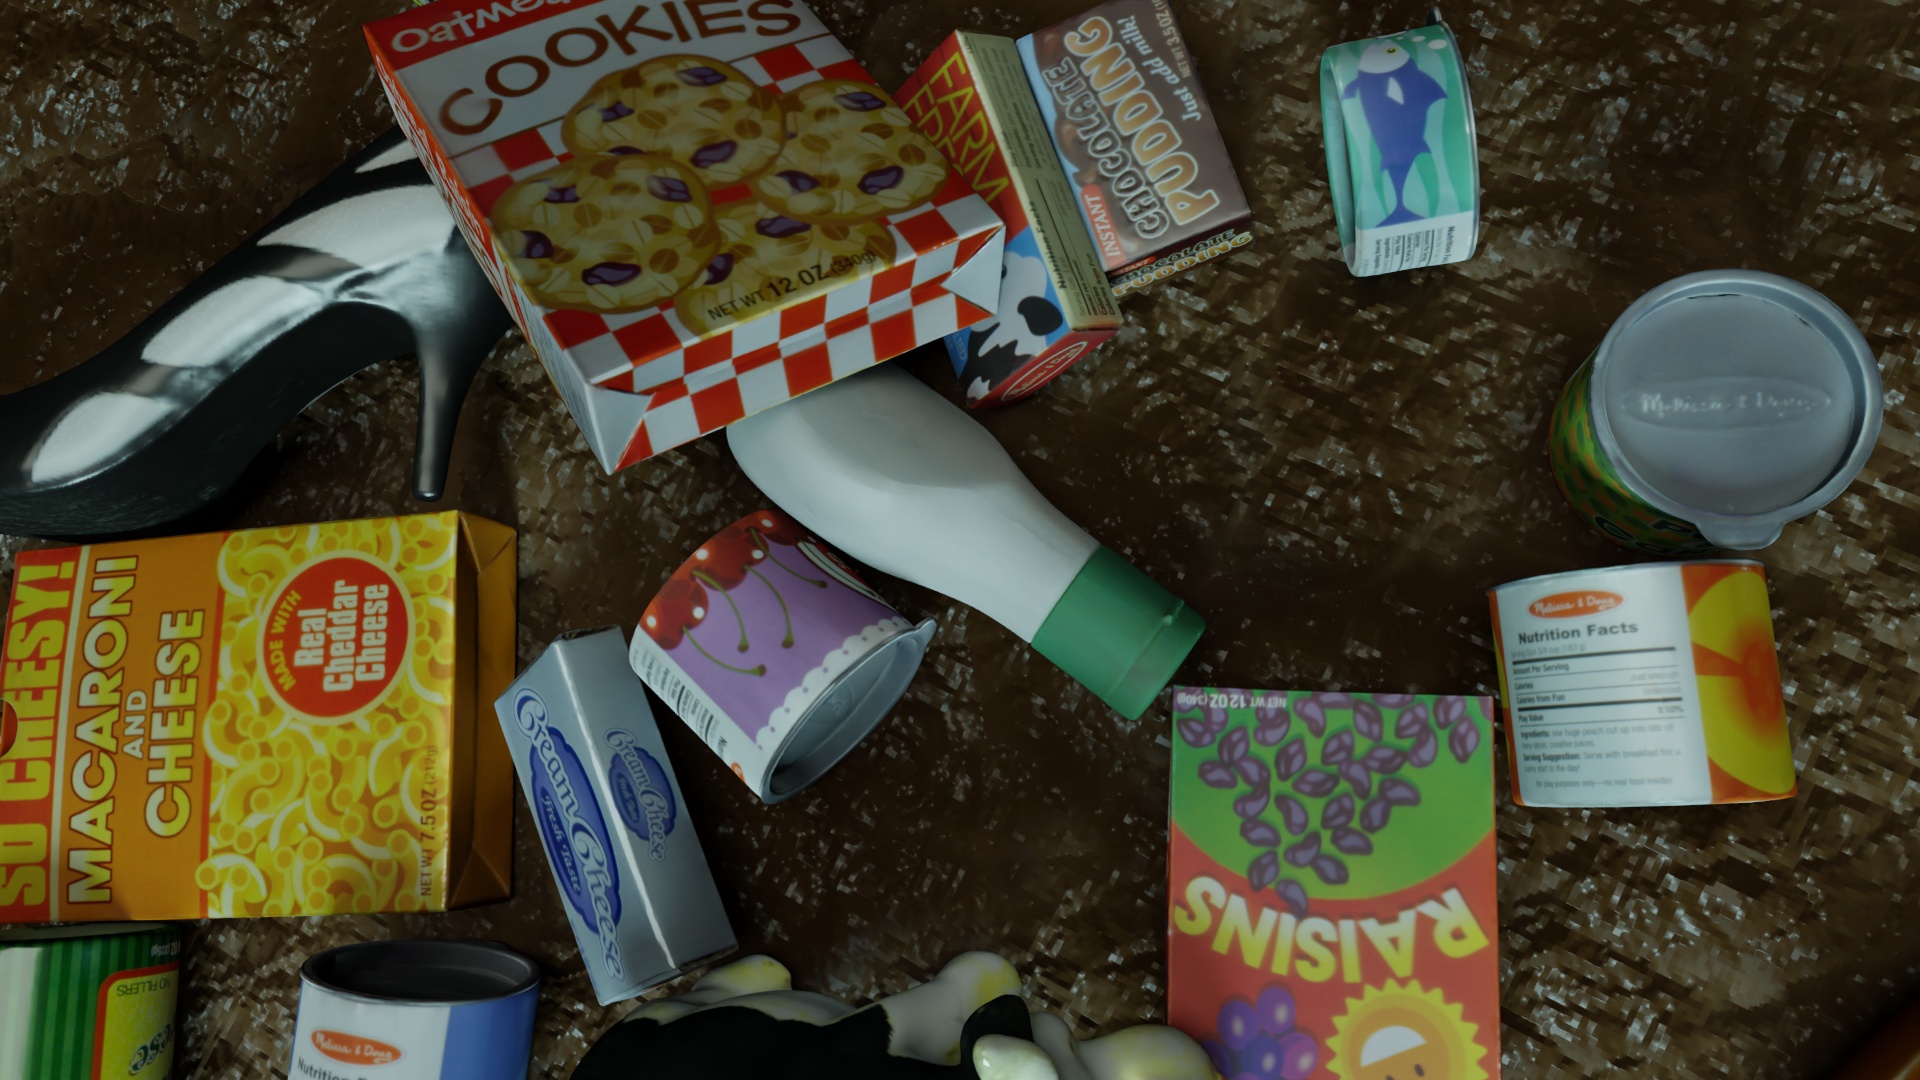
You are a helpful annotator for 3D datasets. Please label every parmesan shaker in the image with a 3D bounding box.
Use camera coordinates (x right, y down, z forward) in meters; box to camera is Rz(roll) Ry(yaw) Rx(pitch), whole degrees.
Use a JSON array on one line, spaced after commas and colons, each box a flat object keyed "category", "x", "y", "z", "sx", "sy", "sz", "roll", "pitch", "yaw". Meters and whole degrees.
[{"category": "parmesan shaker", "x": -0.281, "y": 0.173, "z": 0.428, "sx": 0.071, "sy": 0.071, "sz": 0.103, "roll": -4, "pitch": 80, "yaw": 12}]

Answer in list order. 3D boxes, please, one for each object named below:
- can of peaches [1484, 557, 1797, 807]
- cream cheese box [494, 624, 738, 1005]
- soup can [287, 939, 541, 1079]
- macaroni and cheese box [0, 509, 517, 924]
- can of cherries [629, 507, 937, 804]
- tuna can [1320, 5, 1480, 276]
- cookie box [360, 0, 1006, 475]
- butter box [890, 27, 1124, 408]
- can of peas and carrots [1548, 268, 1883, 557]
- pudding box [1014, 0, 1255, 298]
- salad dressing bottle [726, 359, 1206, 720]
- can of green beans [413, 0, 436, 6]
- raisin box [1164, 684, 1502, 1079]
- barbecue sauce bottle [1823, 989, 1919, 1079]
[{"category": "can of peaches", "x": 0.175, "y": 0.038, "z": 0.357, "sx": 0.071, "sy": 0.071, "sz": 0.058, "roll": -5, "pitch": 80, "yaw": 11}, {"category": "cream cheese box", "x": -0.106, "y": 0.083, "z": 0.417, "sx": 0.053, "sy": 0.024, "sz": 0.104, "roll": -37, "pitch": 71, "yaw": 43}, {"category": "soup can", "x": -0.160, "y": 0.166, "z": 0.406, "sx": 0.071, "sy": 0.071, "sz": 0.084, "roll": 6, "pitch": 87, "yaw": 13}, {"category": "macaroni and cheese box", "x": -0.231, "y": 0.059, "z": 0.453, "sx": 0.166, "sy": 0.040, "sz": 0.124, "roll": -5, "pitch": 79, "yaw": 11}, {"category": "can of cherries", "x": -0.051, "y": 0.031, "z": 0.407, "sx": 0.058, "sy": 0.071, "sz": 0.071, "roll": 41, "pitch": 91, "yaw": 16}, {"category": "tuna can", "x": 0.123, "y": -0.112, "z": 0.392, "sx": 0.033, "sy": 0.071, "sz": 0.071, "roll": -9, "pitch": 79, "yaw": 11}, {"category": "cookie box", "x": -0.084, "y": -0.111, "z": 0.408, "sx": 0.123, "sy": 0.040, "sz": 0.168, "roll": -26, "pitch": 60, "yaw": -20}, {"category": "butter box", "x": 0.009, "y": -0.097, "z": 0.423, "sx": 0.053, "sy": 0.024, "sz": 0.103, "roll": -34, "pitch": 71, "yaw": 46}, {"category": "can of peas and carrots", "x": 0.195, "y": -0.029, "z": 0.367, "sx": 0.071, "sy": 0.058, "sz": 0.071, "roll": -2, "pitch": 81, "yaw": 12}, {"category": "pudding box", "x": 0.053, "y": -0.123, "z": 0.428, "sx": 0.049, "sy": 0.030, "sz": 0.084, "roll": -20, "pitch": 77, "yaw": 9}, {"category": "salad dressing bottle", "x": 0.001, "y": -0.005, "z": 0.407, "sx": 0.148, "sy": 0.064, "sz": 0.043, "roll": 36, "pitch": 128, "yaw": 9}, {"category": "can of green beans", "x": -0.155, "y": -0.200, "z": 0.468, "sx": 0.058, "sy": 0.071, "sz": 0.071, "roll": 40, "pitch": 91, "yaw": 15}, {"category": "raisin box", "x": 0.099, "y": 0.103, "z": 0.375, "sx": 0.086, "sy": 0.040, "sz": 0.123, "roll": 0, "pitch": 80, "yaw": 13}, {"category": "barbecue sauce bottle", "x": 0.227, "y": 0.163, "z": 0.335, "sx": 0.148, "sy": 0.043, "sz": 0.065, "roll": -41, "pitch": 77, "yaw": 3}]
